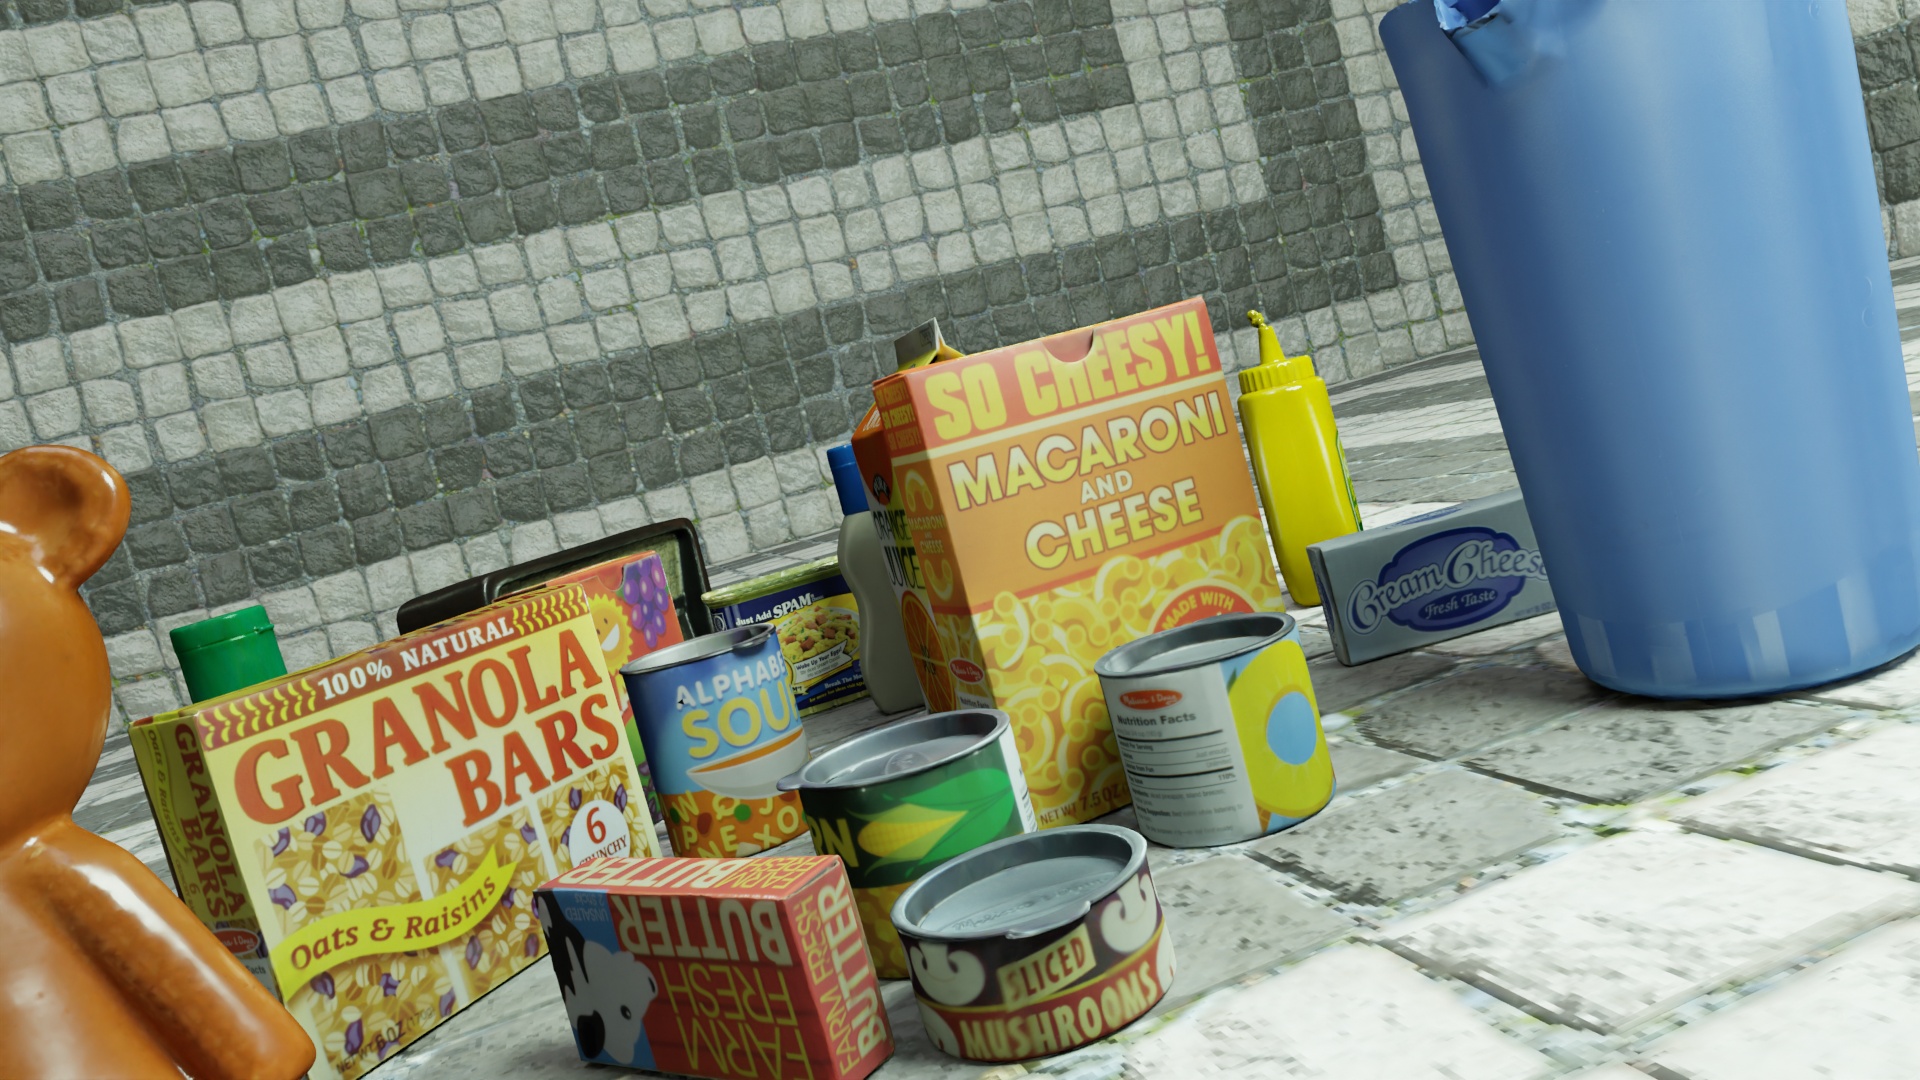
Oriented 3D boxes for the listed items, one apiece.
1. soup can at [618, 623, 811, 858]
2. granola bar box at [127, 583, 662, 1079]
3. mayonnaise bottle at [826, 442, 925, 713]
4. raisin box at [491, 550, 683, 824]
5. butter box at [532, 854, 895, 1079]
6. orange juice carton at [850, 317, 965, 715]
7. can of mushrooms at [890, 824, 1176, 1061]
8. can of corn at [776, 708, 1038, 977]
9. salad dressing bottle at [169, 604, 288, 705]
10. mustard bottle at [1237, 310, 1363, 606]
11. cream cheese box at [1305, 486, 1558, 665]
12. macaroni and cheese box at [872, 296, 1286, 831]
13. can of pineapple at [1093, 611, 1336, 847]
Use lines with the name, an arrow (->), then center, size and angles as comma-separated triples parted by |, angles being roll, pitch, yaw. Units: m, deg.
soup can -> -0.096, 0.083, 0.576 | 0.071, 0.083, 0.071 | -15, 5, 1
granola bar box -> -0.184, 0.094, 0.484 | 0.039, 0.124, 0.166 | -13, 5, 28
mayonnaise bottle -> -0.037, 0.017, 0.765 | 0.065, 0.148, 0.041 | -16, 4, -11
raisin box -> -0.167, 0.074, 0.665 | 0.040, 0.123, 0.086 | -13, 5, 25
butter box -> -0.066, 0.110, 0.360 | 0.103, 0.053, 0.024 | -11, 6, 39
orange juice carton -> 0.002, -0.008, 0.666 | 0.073, 0.192, 0.072 | -17, 5, -16
can of mushrooms -> 0.019, 0.099, 0.345 | 0.071, 0.033, 0.071 | -15, 5, 1
can of corn -> -0.012, 0.089, 0.410 | 0.071, 0.058, 0.071 | -15, 5, 1
salad dressing bottle -> -0.286, 0.102, 0.577 | 0.044, 0.147, 0.064 | -15, 4, 4
mustard bottle -> 0.180, -0.047, 0.746 | 0.049, 0.160, 0.065 | -14, 5, 14
cream cheese box -> 0.206, 0.015, 0.597 | 0.104, 0.053, 0.024 | -15, 4, 1
macaroni and cheese box -> 0.051, 0.007, 0.502 | 0.124, 0.166, 0.040 | -17, 5, -22
can of pineapple -> 0.084, 0.059, 0.449 | 0.071, 0.058, 0.071 | -15, 5, 1
